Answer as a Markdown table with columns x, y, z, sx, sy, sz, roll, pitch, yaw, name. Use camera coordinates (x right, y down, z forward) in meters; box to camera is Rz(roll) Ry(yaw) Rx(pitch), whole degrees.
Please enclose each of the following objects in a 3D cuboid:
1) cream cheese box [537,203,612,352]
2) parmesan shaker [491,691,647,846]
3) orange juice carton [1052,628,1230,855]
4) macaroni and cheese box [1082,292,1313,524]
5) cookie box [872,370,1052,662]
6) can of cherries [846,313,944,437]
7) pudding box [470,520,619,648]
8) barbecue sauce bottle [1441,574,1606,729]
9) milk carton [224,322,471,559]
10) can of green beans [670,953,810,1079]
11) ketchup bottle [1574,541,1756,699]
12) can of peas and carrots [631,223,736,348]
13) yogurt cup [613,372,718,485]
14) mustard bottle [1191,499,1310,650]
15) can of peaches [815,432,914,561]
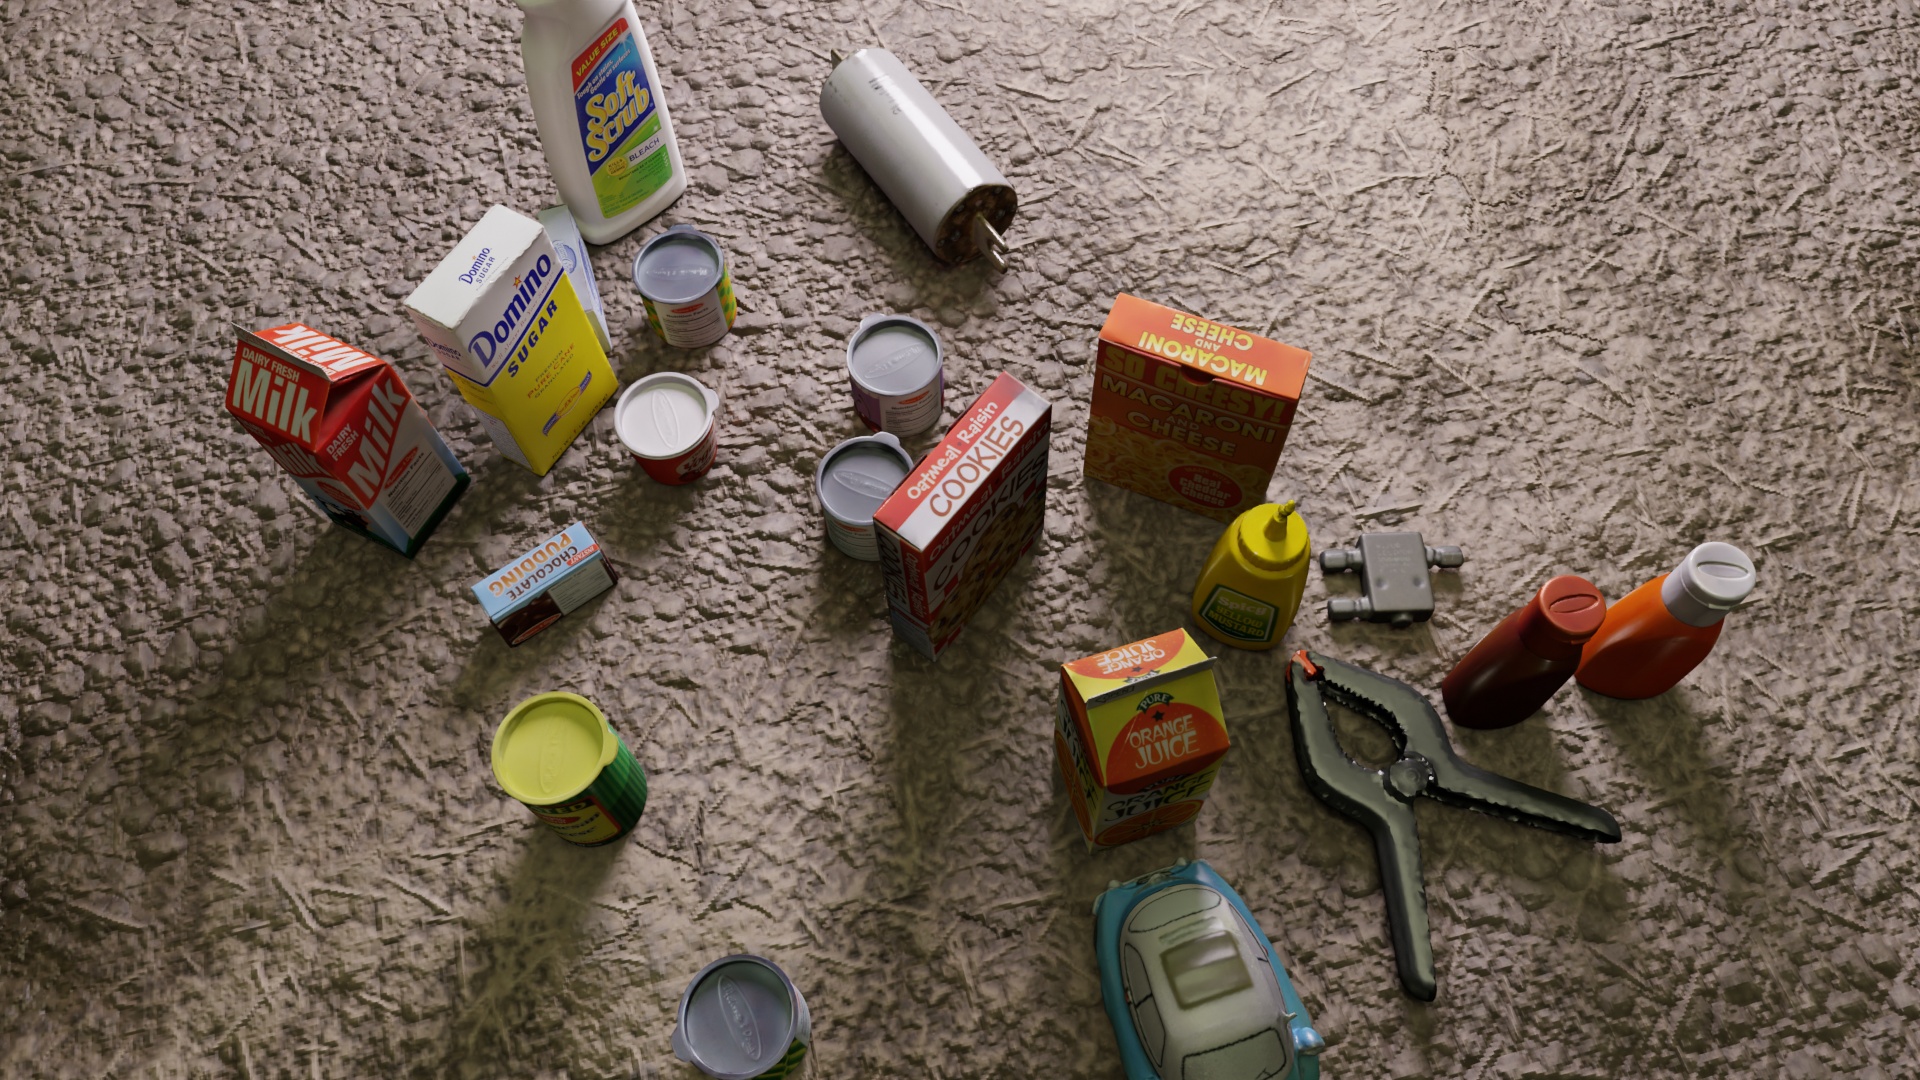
| x | y | z | sx | sy | sz | roll | pitch | yaw | name |
| --- | --- | --- | --- | --- | --- | --- | --- | --- | --- |
| -0.283 | -0.191 | 1.019 | 0.024 | 0.053 | 0.104 | -17 | 64 | -7 | cream cheese box |
| -0.226 | 0.139 | 0.824 | 0.071 | 0.102 | 0.071 | -1 | 63 | 1 | parmesan shaker |
| 0.099 | 0.110 | 0.779 | 0.072 | 0.191 | 0.073 | -16 | 64 | -6 | orange juice carton |
| 0.146 | -0.077 | 0.888 | 0.124 | 0.165 | 0.040 | 20 | 66 | 11 | macaroni and cheese box |
| 0.003 | -0.011 | 0.857 | 0.040 | 0.166 | 0.123 | 34 | 69 | 17 | cookie box |
| -0.045 | -0.116 | 0.973 | 0.071 | 0.058 | 0.072 | -1 | 63 | 1 | can of cherries |
| -0.271 | 0.029 | 0.910 | 0.084 | 0.049 | 0.030 | -34 | 67 | -15 | pudding box |
| 0.335 | 0.068 | 0.820 | 0.065 | 0.148 | 0.044 | -10 | 64 | -3 | barbecue sauce bottle |
| -0.392 | -0.070 | 0.885 | 0.072 | 0.189 | 0.074 | 24 | 67 | 13 | milk carton |
| -0.120 | 0.271 | 0.779 | 0.071 | 0.057 | 0.071 | -1 | 63 | 1 | can of green beans |
| 0.420 | 0.050 | 0.826 | 0.065 | 0.148 | 0.044 | 7 | 64 | 5 | ketchup bottle |
| -0.200 | -0.185 | 1.011 | 0.071 | 0.058 | 0.071 | -1 | 63 | 1 | can of peas and carrots |
| -0.200 | -0.074 | 0.958 | 0.072 | 0.053 | 0.072 | -1 | 63 | 1 | yogurt cup |
| 0.180 | 0.016 | 0.843 | 0.065 | 0.159 | 0.049 | 20 | 66 | 11 | mustard bottle |
| -0.060 | -0.029 | 0.929 | 0.071 | 0.057 | 0.071 | -1 | 63 | 1 | can of peaches |
